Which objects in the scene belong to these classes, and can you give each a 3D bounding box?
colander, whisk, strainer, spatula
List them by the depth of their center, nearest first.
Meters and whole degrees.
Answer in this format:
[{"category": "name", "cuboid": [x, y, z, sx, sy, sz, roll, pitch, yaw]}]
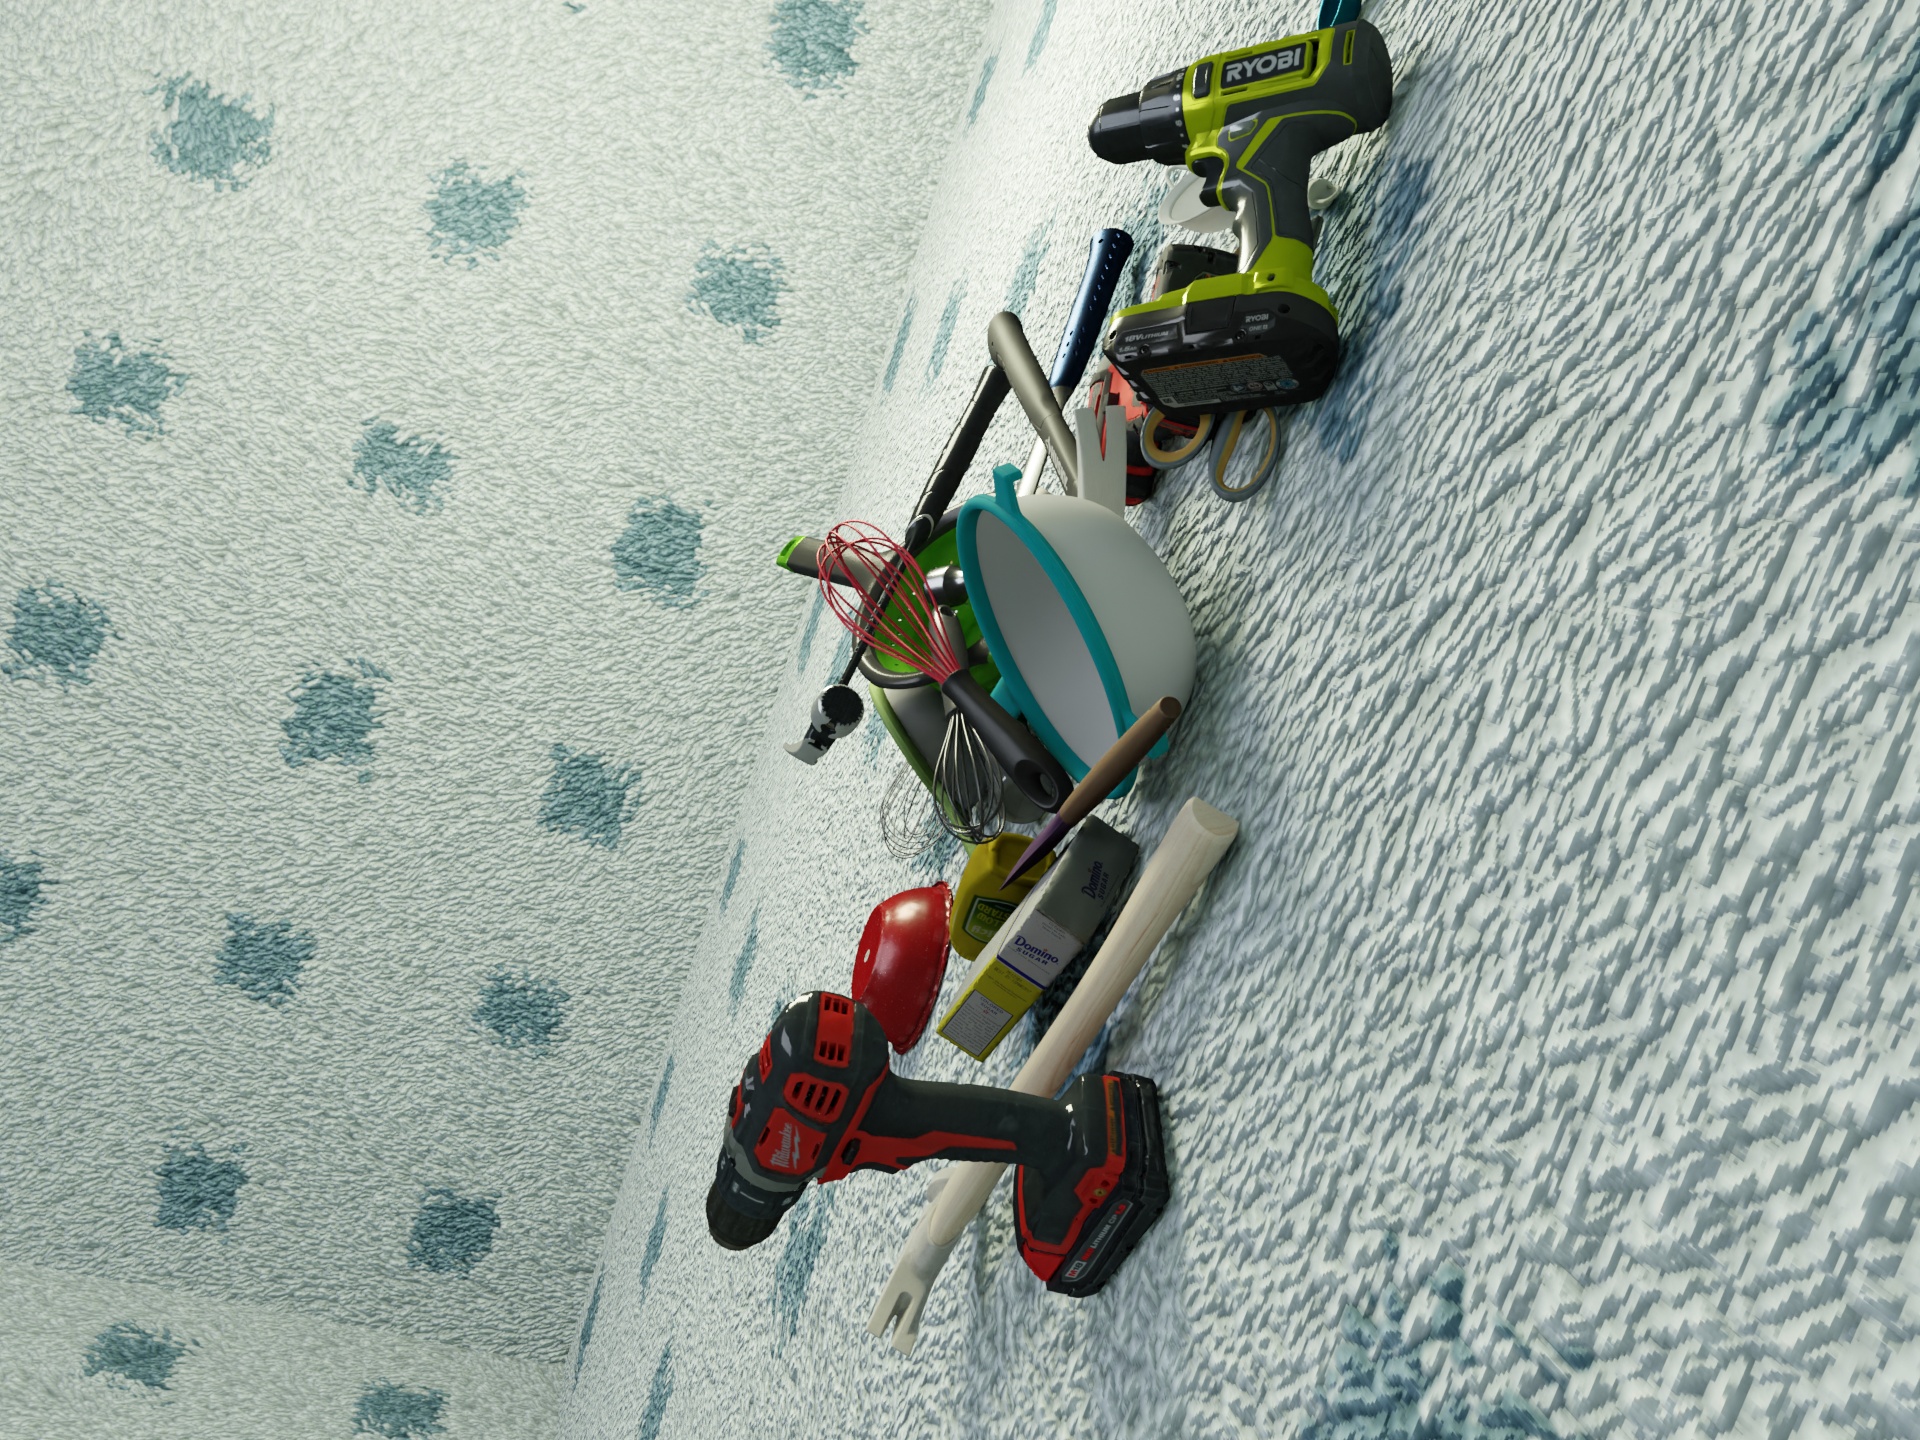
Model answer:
[{"category": "spatula", "cuboid": [0.076, 0.047, 0.964, 0.060, 0.018, 0.315, -41, -7, -23]}, {"category": "strainer", "cuboid": [0.079, -0.050, 1.073, 0.211, 0.095, 0.340, 62, 169, 7]}, {"category": "strainer", "cuboid": [0.203, -0.365, 1.108, 0.087, 0.050, 0.259, -41, 23, 2]}, {"category": "whisk", "cuboid": [-0.015, -0.041, 1.115, 0.296, 0.073, 0.073, 49, 132, 28]}, {"category": "whisk", "cuboid": [-0.003, -0.003, 1.179, 0.239, 0.055, 0.055, -99, 27, -44]}, {"category": "strainer", "cuboid": [0.002, 0.038, 1.346, 0.069, 0.151, 0.257, -35, 34, 3]}, {"category": "colander", "cuboid": [-0.034, -0.104, 1.406, 0.397, 0.094, 0.204, 19, 70, 51]}, {"category": "whisk", "cuboid": [-0.011, -0.003, 1.517, 0.070, 0.070, 0.284, 175, 116, -76]}]

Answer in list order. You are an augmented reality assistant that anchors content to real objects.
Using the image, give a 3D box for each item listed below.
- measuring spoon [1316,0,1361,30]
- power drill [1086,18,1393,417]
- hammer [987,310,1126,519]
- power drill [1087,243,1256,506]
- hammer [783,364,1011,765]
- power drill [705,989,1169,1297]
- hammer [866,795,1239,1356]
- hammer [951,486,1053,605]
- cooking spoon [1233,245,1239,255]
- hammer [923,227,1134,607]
[{"category": "measuring spoon", "cuboid": [0.247, -0.440, 1.084, 0.042, 0.021, 0.128, -98, 18, -59]}, {"category": "power drill", "cuboid": [0.156, -0.307, 0.971, 0.190, 0.080, 0.229, -1, 71, 32]}, {"category": "hammer", "cuboid": [0.067, -0.229, 1.195, 0.335, 0.035, 0.146, -107, 14, -51]}, {"category": "power drill", "cuboid": [0.143, -0.245, 1.128, 0.219, 0.078, 0.143, 150, 131, -76]}, {"category": "hammer", "cuboid": [-0.041, -0.136, 1.297, 0.409, 0.036, 0.149, -65, 10, -28]}, {"category": "power drill", "cuboid": [-0.021, 0.243, 0.864, 0.080, 0.226, 0.187, -90, 21, -52]}, {"category": "hammer", "cuboid": [0.051, 0.213, 0.953, 0.410, 0.038, 0.146, -62, -4, 31]}, {"category": "hammer", "cuboid": [0.021, -0.162, 1.576, 0.130, 0.031, 0.331, -51, 9, -2]}, {"category": "cooking spoon", "cuboid": [0.162, -0.286, 1.228, 0.319, 0.017, 0.069, 134, 149, -66]}, {"category": "hammer", "cuboid": [0.086, -0.267, 1.332, 0.144, 0.035, 0.406, -10, 50, 39]}]
